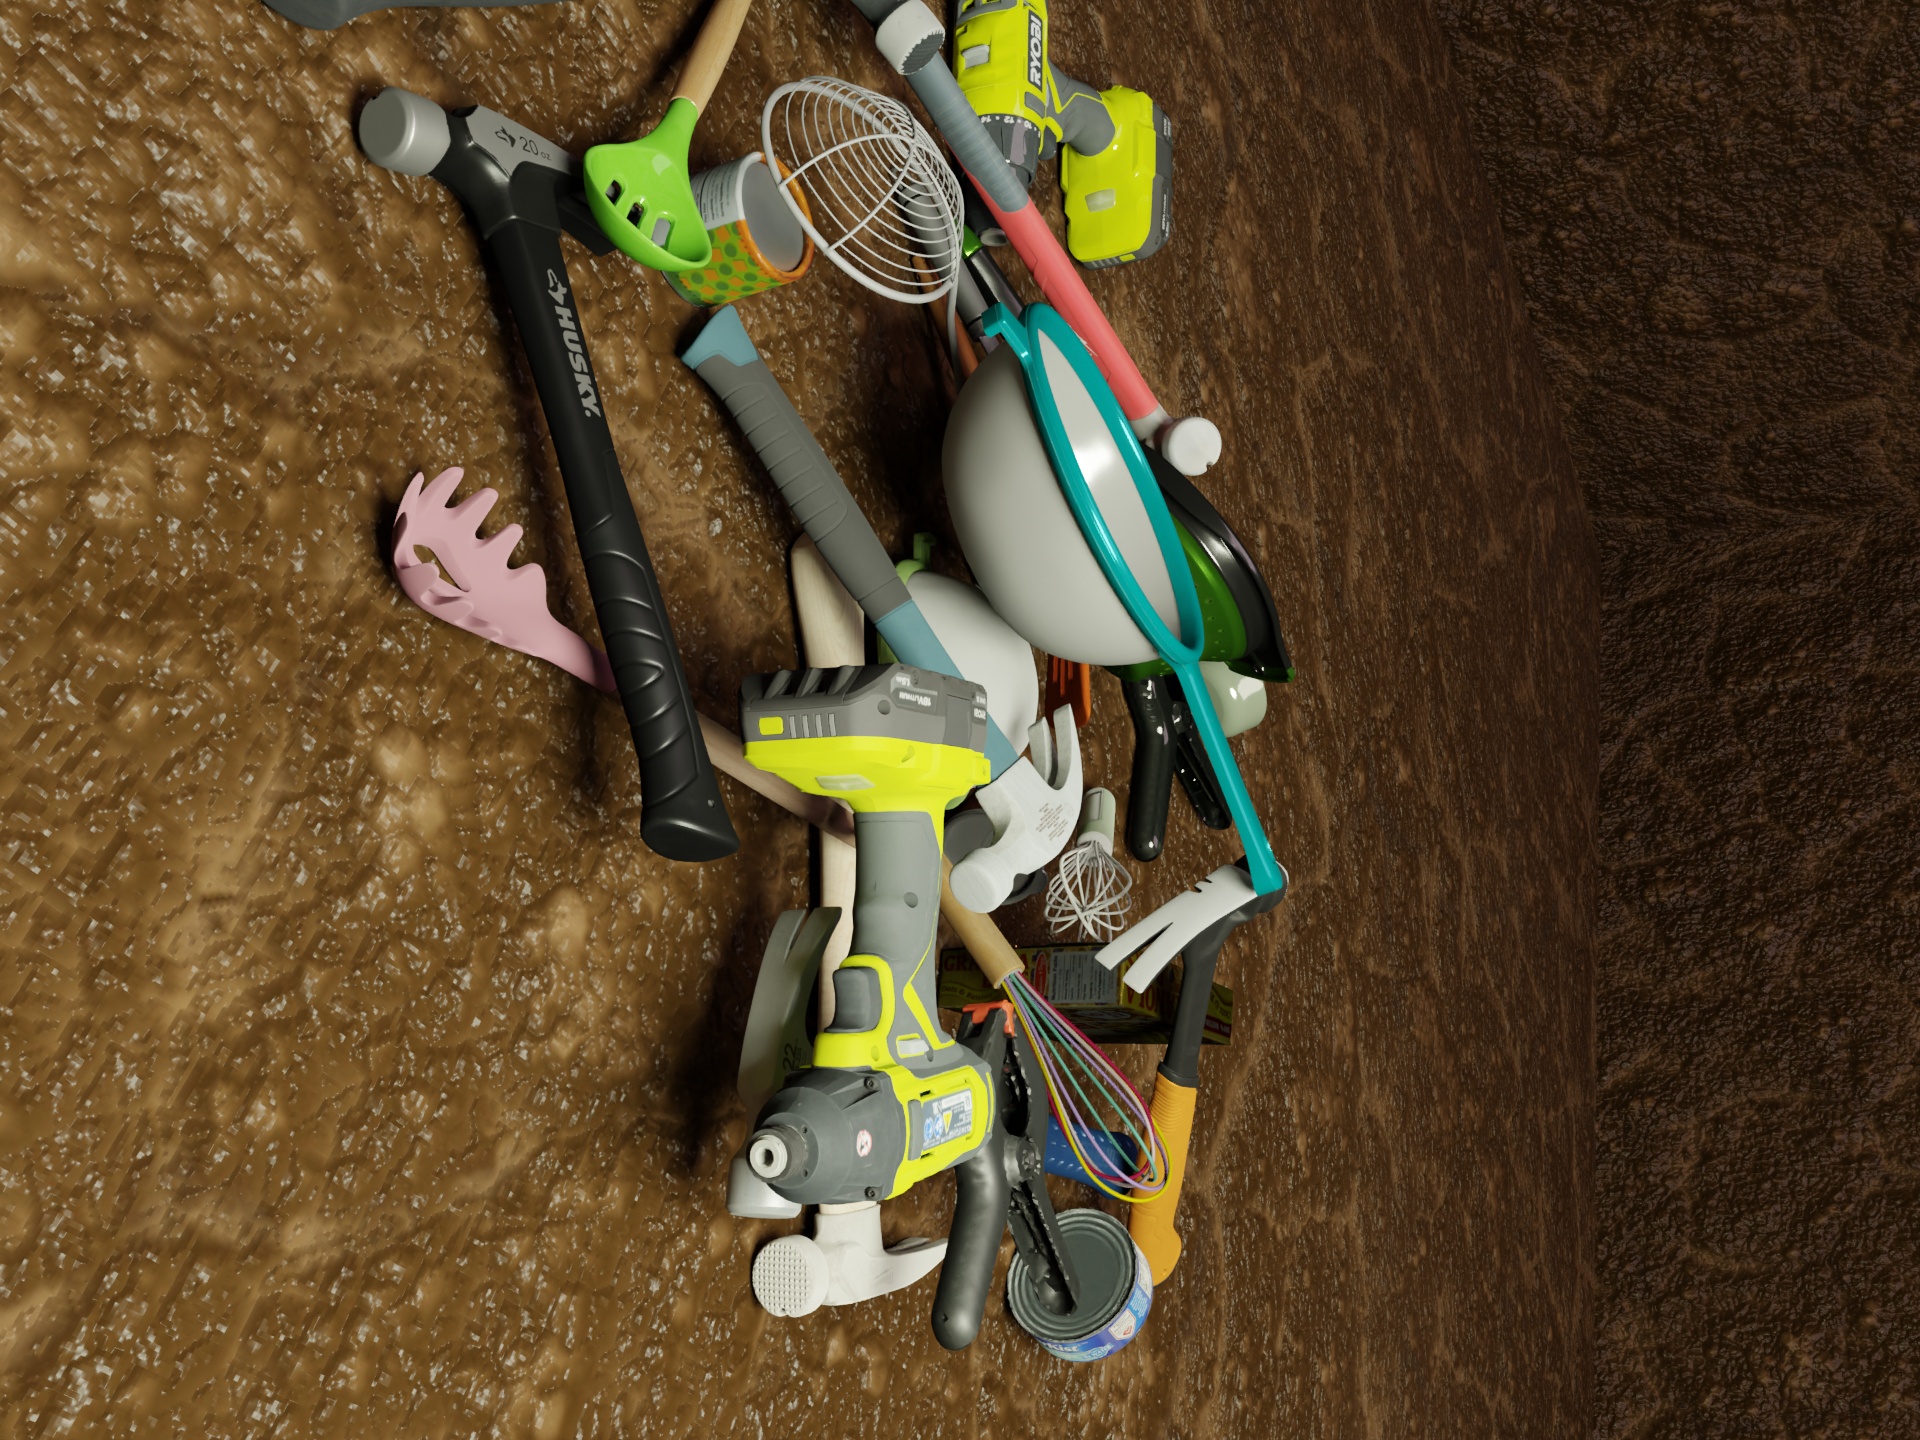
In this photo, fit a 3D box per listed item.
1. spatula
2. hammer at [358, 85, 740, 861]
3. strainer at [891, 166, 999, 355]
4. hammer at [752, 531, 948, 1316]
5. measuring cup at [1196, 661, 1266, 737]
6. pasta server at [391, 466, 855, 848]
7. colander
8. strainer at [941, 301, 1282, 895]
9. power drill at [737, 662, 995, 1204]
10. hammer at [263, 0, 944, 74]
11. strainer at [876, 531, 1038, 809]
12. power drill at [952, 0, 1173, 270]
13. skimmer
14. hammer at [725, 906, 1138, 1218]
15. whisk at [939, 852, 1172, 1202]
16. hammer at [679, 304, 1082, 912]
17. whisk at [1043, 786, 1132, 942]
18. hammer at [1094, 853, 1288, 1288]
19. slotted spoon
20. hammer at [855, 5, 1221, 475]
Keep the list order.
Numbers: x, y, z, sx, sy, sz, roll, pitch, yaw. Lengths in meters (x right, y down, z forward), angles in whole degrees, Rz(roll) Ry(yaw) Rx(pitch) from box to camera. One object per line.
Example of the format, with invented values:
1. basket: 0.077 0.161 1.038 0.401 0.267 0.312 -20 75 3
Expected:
1. spatula: 0.027 -0.150 1.039 0.041 0.081 0.322 -24 95 -16
2. hammer: -0.154 -0.100 0.688 0.146 0.035 0.335 -6 77 -62
3. strainer: 0.018 -0.240 1.006 0.087 0.050 0.258 -23 82 -34
4. hammer: -0.058 0.097 0.865 0.146 0.038 0.411 15 70 -59
5. measuring cup: 0.190 -0.062 1.306 0.038 0.083 0.167 -28 90 -27
6. pasta server: -0.133 -0.009 0.727 0.315 0.040 0.060 37 40 -41
7. colander: 0.072 -0.158 1.084 0.094 0.204 0.397 -39 105 -8
8. strainer: 0.073 -0.053 0.869 0.340 0.095 0.211 68 18 0
9. power drill: -0.041 0.092 0.694 0.171 0.080 0.223 12 75 -66
10. hammer: -0.163 -0.365 0.763 0.149 0.036 0.409 51 39 3
11. strainer: -0.001 -0.003 0.891 0.256 0.069 0.151 -69 146 -62
12. power drill: 0.070 -0.414 1.158 0.228 0.080 0.190 9 80 -56
13. skimmer: -0.031 -0.193 0.912 0.362 0.090 0.127 78 13 -54
14. hammer: 0.006 0.215 0.877 0.405 0.035 0.144 36 53 -54
15. whisk: 0.037 0.162 0.889 0.245 0.047 0.051 53 -7 24
16. hammer: -0.043 -0.068 0.823 0.331 0.033 0.128 57 41 -3
17. whisk: 0.086 0.086 1.038 0.059 0.058 0.246 58 13 -8
18. hammer: 0.123 0.233 0.953 0.127 0.034 0.336 -27 135 -34
19. slotted spoon: -0.132 -0.316 0.799 0.070 0.031 0.314 35 41 -27
20. hammer: 0.033 -0.322 1.030 0.038 0.143 0.386 -40 112 -7
